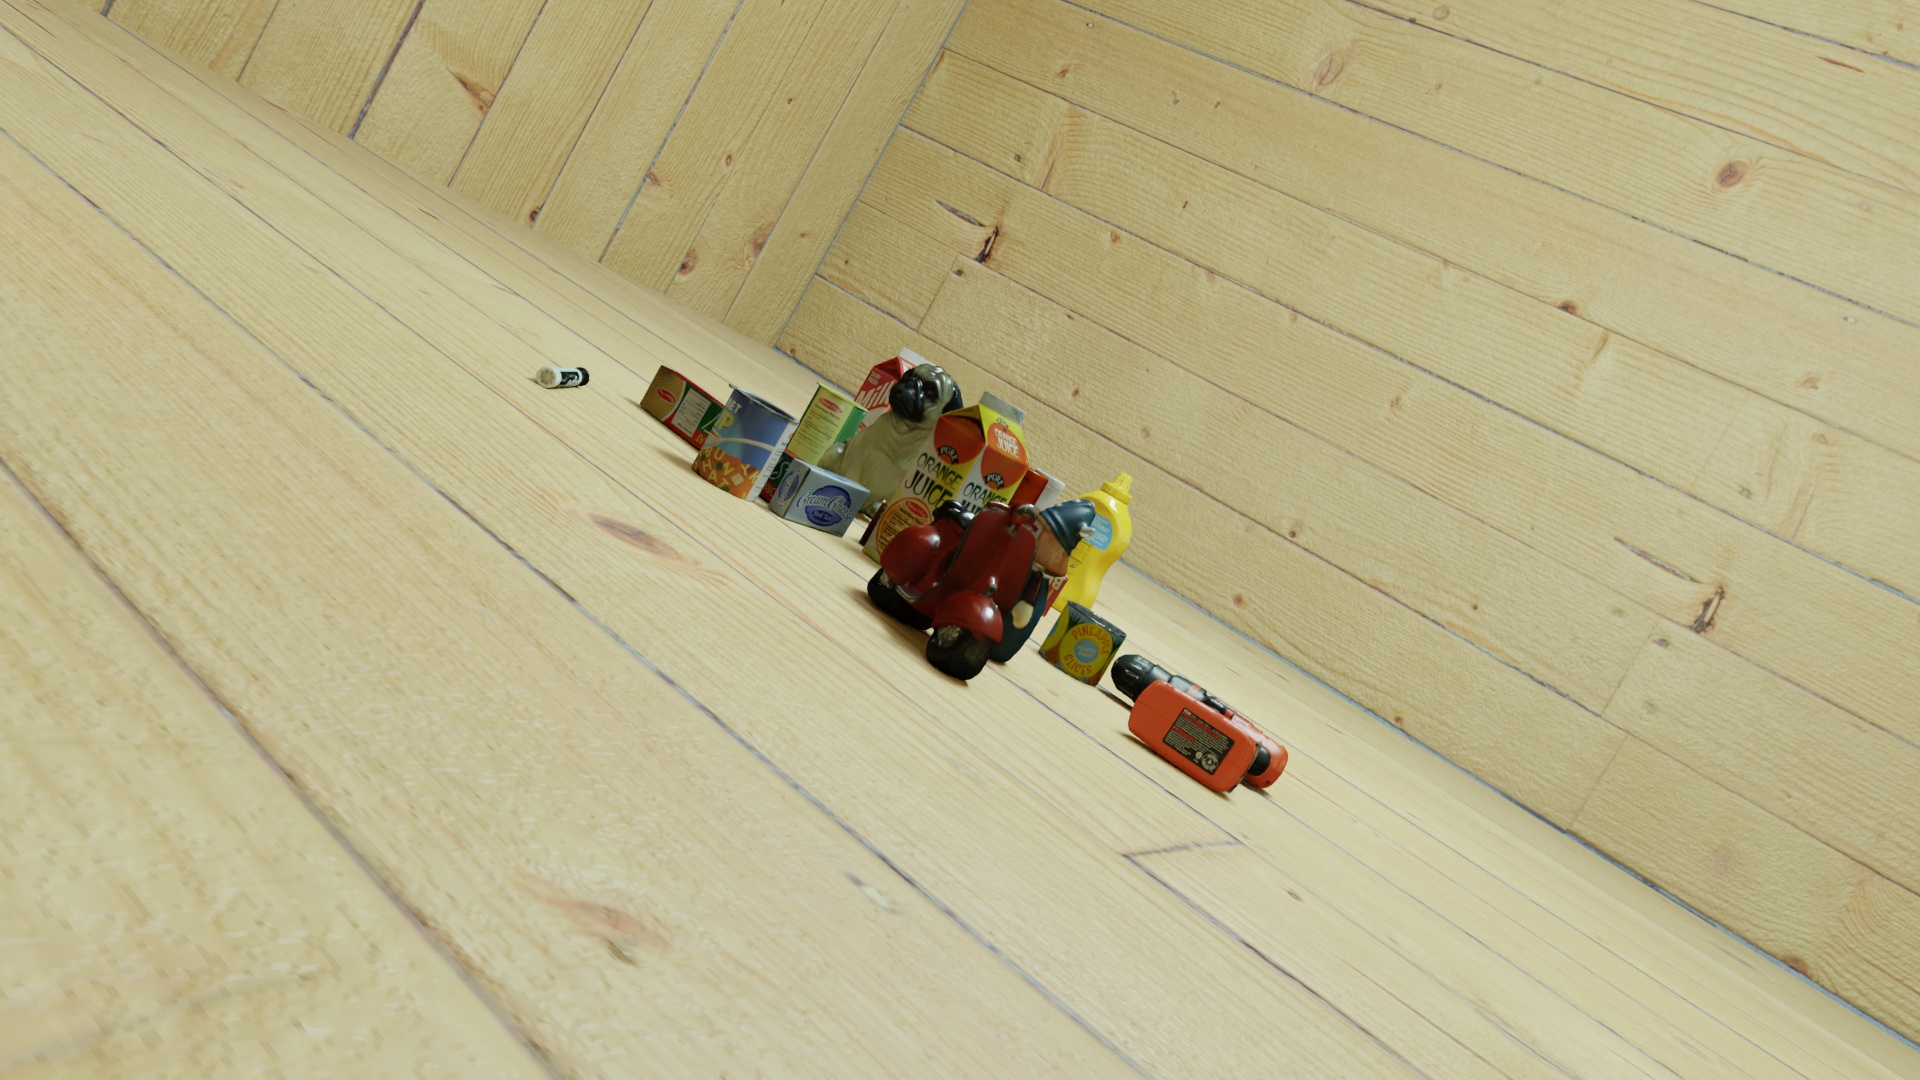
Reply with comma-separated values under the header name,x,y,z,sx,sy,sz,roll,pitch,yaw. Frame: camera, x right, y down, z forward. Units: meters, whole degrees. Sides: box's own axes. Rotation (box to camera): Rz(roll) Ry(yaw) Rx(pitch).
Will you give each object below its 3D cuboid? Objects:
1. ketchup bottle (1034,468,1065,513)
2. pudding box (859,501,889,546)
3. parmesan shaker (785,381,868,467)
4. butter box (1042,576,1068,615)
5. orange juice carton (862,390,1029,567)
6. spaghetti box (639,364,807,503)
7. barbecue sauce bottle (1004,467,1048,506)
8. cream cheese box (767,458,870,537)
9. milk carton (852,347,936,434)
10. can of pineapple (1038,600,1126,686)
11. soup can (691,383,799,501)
name,x,y,z,sx,sy,sz,roll,pitch,yaw
ketchup bottle,0.059,-0.005,1.483,0.043,0.148,0.065,29,5,-16
pudding box,-0.065,-0.009,1.396,0.030,0.049,0.084,32,6,16
parmesan shaker,-0.166,-0.128,1.656,0.071,0.103,0.071,30,5,-3
butter box,0.070,0.041,1.627,0.103,0.053,0.024,31,5,9
orange juice carton,-0.004,-0.048,1.315,0.073,0.192,0.072,34,6,40
spaghetti box,-0.231,-0.102,1.361,0.250,0.050,0.028,34,6,38
barbecue sauce bottle,0.034,-0.004,1.348,0.065,0.148,0.043,32,5,19
cream cheese box,-0.131,-0.038,1.295,0.024,0.053,0.104,33,6,30
milk carton,-0.099,-0.158,1.823,0.072,0.190,0.073,25,7,-45
can of pineapple,0.117,0.099,1.326,0.071,0.058,0.071,30,5,-3
soup can,-0.195,-0.088,1.246,0.071,0.083,0.071,30,5,-3
